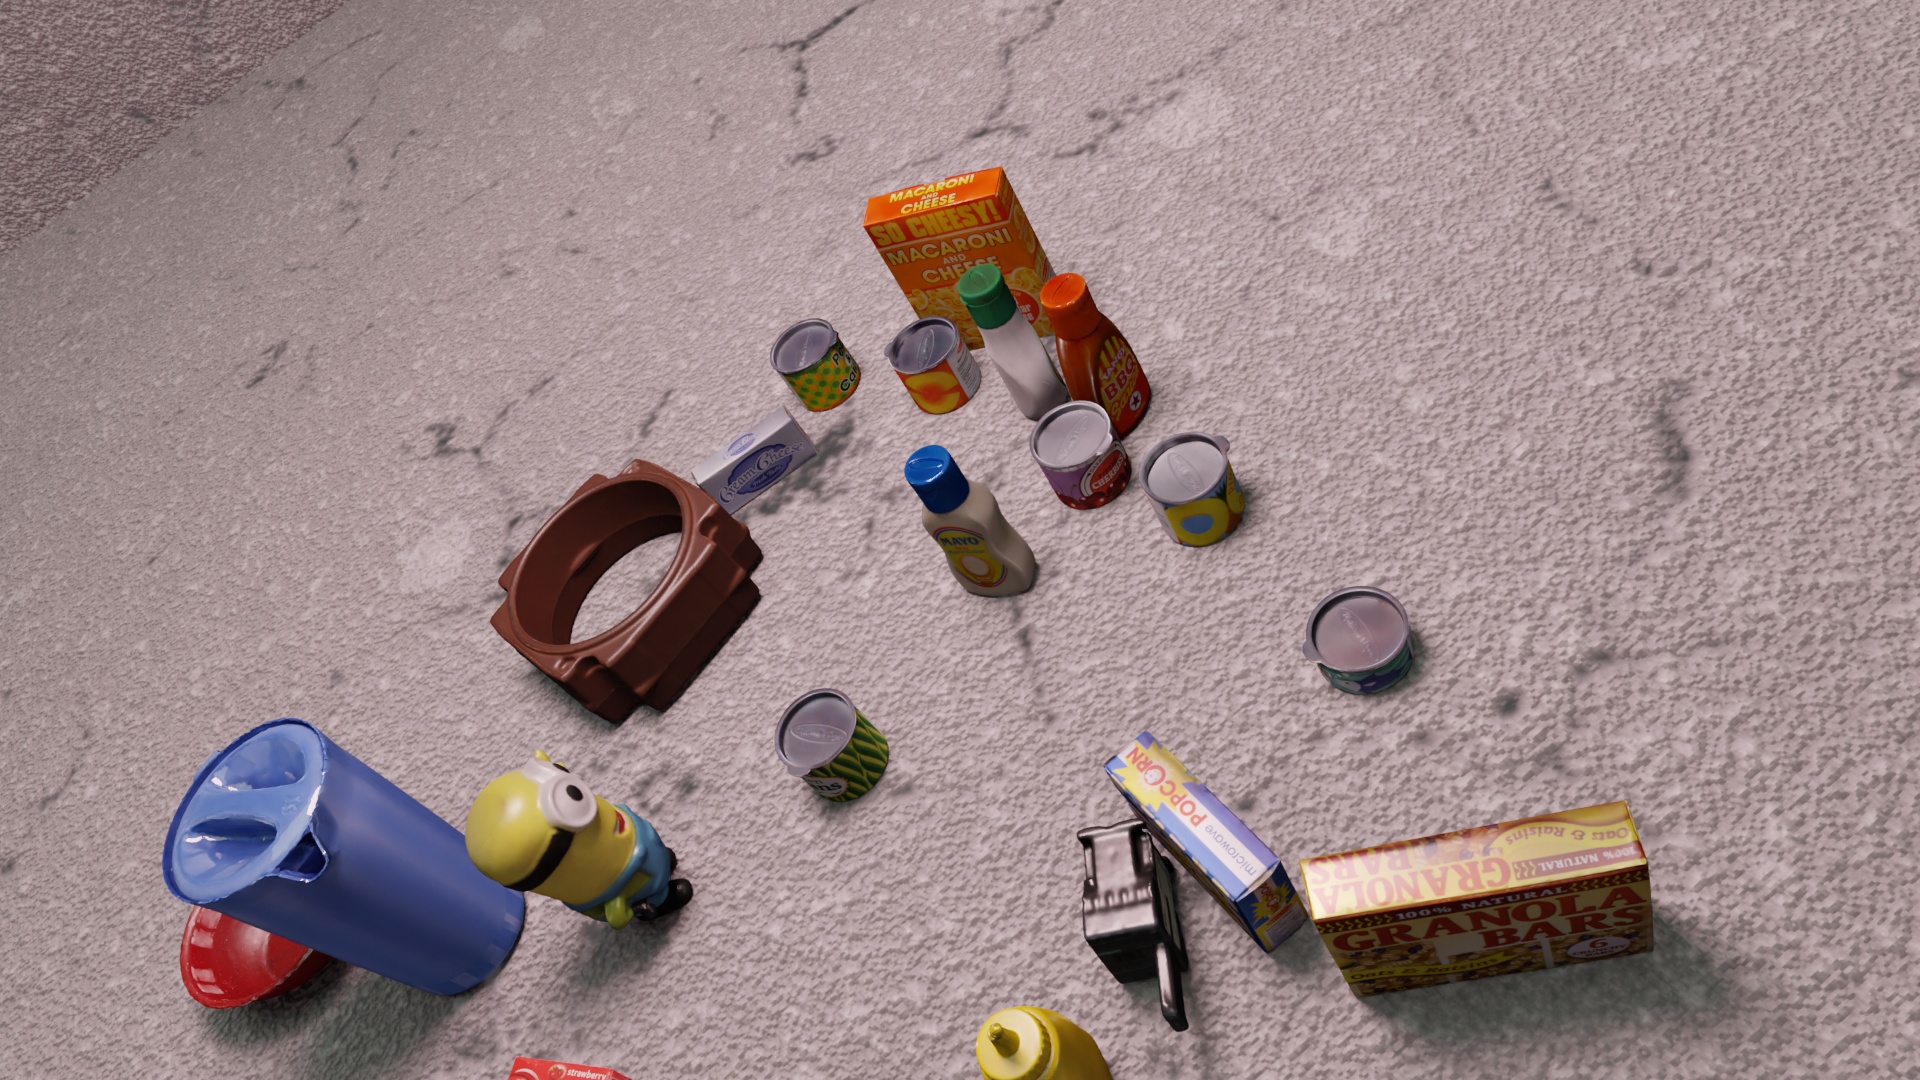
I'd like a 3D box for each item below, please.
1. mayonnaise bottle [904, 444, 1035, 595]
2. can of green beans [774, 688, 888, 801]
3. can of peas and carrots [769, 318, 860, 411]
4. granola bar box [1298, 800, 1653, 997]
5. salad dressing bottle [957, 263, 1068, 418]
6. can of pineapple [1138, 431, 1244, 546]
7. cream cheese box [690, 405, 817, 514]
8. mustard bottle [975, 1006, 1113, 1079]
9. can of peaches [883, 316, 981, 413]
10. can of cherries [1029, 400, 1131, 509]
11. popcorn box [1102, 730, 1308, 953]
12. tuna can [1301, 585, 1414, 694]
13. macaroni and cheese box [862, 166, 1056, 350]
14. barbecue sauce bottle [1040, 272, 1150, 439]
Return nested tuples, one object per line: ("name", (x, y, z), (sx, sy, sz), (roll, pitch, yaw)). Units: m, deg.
("mayonnaise bottle", (0.004, -0.013, 1.036), (0.065, 0.147, 0.041), (-2, 55, 27))
("can of green beans", (-0.094, 0.151, 1.022), (0.071, 0.057, 0.071), (-14, 50, 18))
("can of peas and carrots", (-0.132, -0.163, 1.284), (0.071, 0.058, 0.071), (-14, 50, 18))
("granola bar box", (0.279, 0.197, 0.746), (0.165, 0.123, 0.039), (-15, 50, 17))
("salad dressing bottle", (0.042, -0.161, 1.131), (0.044, 0.147, 0.064), (-36, 47, -1))
("can of pineapple", (0.174, -0.038, 1.028), (0.071, 0.057, 0.071), (-14, 50, 18))
("cream cheese box", (-0.184, -0.071, 1.244), (0.104, 0.053, 0.024), (-35, 47, -1))
("mustard bottle", (0.044, 0.292, 0.771), (0.049, 0.159, 0.065), (-24, 48, 10))
("can of peaches", (-0.024, -0.153, 1.221), (0.071, 0.058, 0.071), (-14, 50, 18))
("can of cherries", (0.097, -0.065, 1.089), (0.071, 0.058, 0.072), (-14, 50, 18))
("popcorn box", (0.150, 0.183, 0.850), (0.038, 0.085, 0.127), (-41, 47, -6))
("tuna can", (0.262, 0.067, 0.917), (0.071, 0.032, 0.071), (-14, 50, 18))
("macaroni and cheese box", (0.008, -0.237, 1.195), (0.123, 0.166, 0.040), (-8, 53, 23))
("barbecue sauce bottle", (0.104, -0.145, 1.086), (0.044, 0.148, 0.065), (18, 66, 37))
